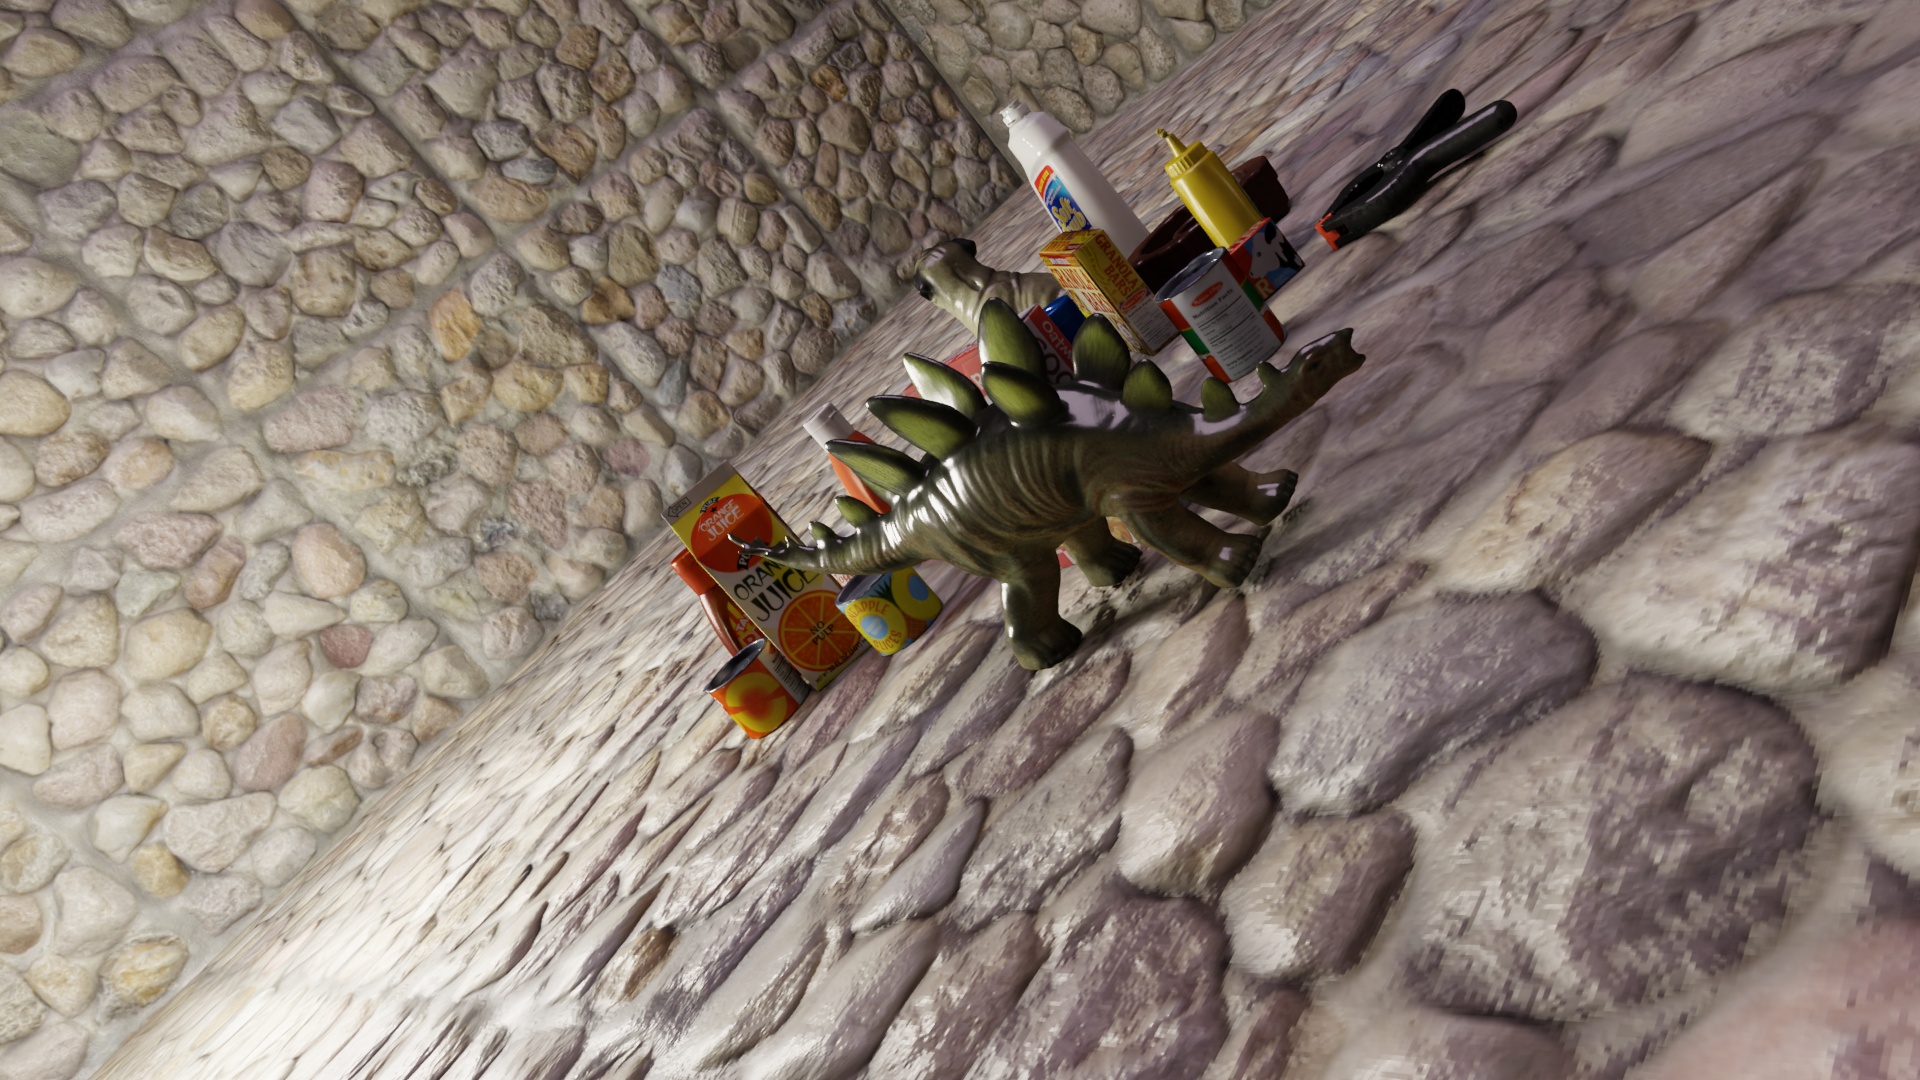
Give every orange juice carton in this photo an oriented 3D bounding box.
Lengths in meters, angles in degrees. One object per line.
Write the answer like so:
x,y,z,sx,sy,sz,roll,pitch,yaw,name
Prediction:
-0.158,0.026,1.156,0.072,0.192,0.073,-41,13,-3,orange juice carton

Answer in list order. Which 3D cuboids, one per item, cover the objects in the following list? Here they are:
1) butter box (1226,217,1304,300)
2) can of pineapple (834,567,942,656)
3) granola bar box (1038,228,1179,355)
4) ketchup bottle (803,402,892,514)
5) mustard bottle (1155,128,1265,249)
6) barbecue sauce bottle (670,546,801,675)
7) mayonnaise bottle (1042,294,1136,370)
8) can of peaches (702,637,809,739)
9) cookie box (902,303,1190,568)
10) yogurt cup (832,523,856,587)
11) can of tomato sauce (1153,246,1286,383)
0.237,-0.221,1.180,0.103,0.053,0.024,-41,14,-4,butter box
-0.057,0.050,1.099,0.071,0.058,0.071,-38,14,11,can of pineapple
0.141,-0.242,1.349,0.039,0.124,0.166,-40,14,1,granola bar box
-0.094,-0.071,1.384,0.043,0.148,0.065,-25,20,47,ketchup bottle
0.228,-0.307,1.246,0.048,0.160,0.065,-38,14,12,mustard bottle
-0.193,0.064,1.225,0.065,0.148,0.043,-46,15,-22,barbecue sauce bottle
0.105,-0.101,0.953,0.041,0.148,0.064,-46,15,-22,mayonnaise bottle
-0.171,0.125,1.164,0.071,0.058,0.071,-38,14,11,can of peaches
0.056,-0.063,0.925,0.122,0.167,0.040,-23,22,51,cookie box
-0.099,0.018,1.318,0.072,0.054,0.072,-38,14,11,yogurt cup
0.199,-0.172,1.064,0.071,0.083,0.071,-38,14,11,can of tomato sauce
